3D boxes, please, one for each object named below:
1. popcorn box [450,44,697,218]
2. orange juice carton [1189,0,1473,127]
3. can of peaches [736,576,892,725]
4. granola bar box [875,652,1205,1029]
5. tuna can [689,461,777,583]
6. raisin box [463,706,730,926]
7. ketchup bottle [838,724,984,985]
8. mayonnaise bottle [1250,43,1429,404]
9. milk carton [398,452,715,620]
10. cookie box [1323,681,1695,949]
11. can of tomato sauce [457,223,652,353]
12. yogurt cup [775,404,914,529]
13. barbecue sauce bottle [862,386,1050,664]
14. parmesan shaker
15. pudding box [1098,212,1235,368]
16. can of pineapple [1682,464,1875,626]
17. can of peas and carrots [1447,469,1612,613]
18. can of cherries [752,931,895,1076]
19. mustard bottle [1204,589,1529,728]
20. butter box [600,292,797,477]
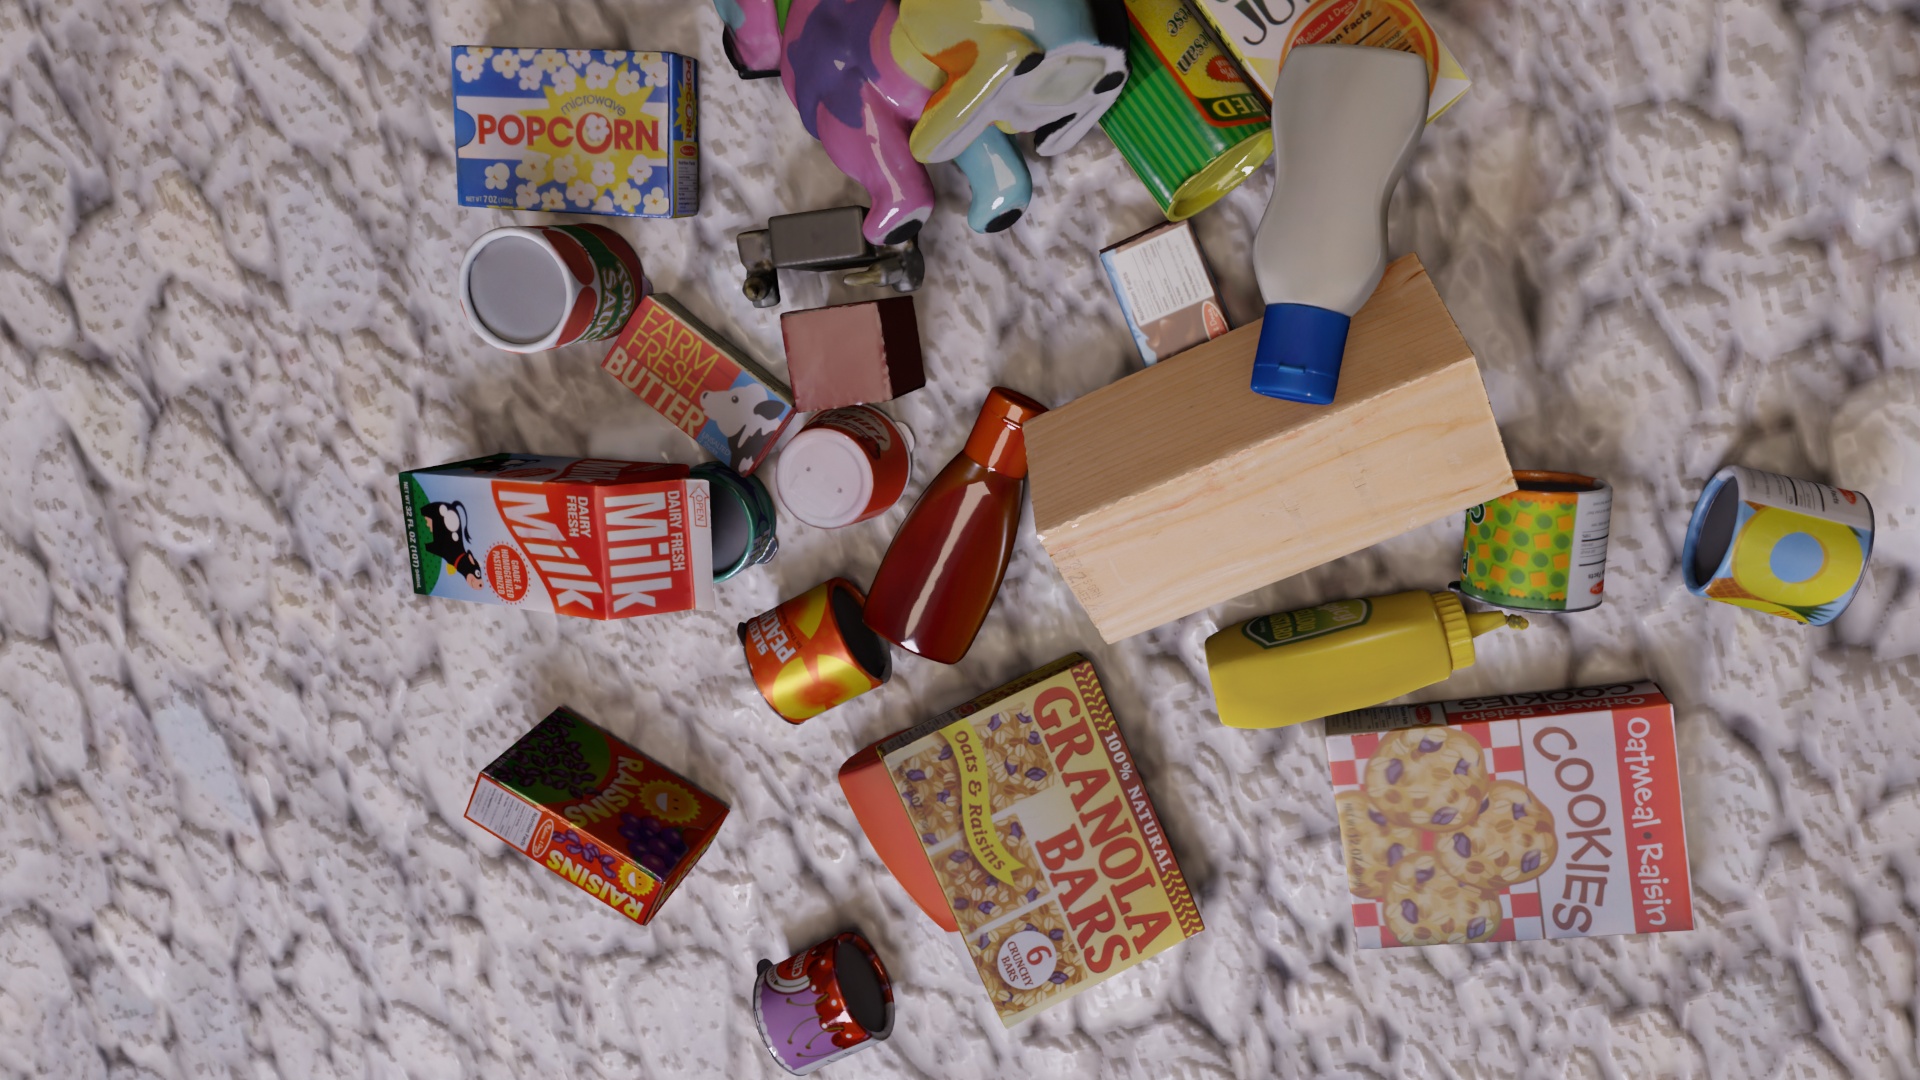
[{"bbox_3d":[-0.206,-0.220,0.749,0.127,0.038,0.085,5,105,11],"label":"popcorn box"},{"bbox_3d":[0.147,-0.261,0.645,0.073,0.072,0.192,-37,93,18],"label":"orange juice carton"},{"bbox_3d":[-0.080,0.059,0.768,0.058,0.071,0.071,-26,96,16],"label":"can of peaches"},{"bbox_3d":[0.044,0.161,0.759,0.124,0.039,0.165,-24,97,-7],"label":"granola bar box"},{"bbox_3d":[-0.139,-0.008,0.785,0.071,0.033,0.071,3,103,12],"label":"tuna can"},{"bbox_3d":[-0.210,0.158,0.810,0.123,0.086,0.040,30,113,4],"label":"raisin box"},{"bbox_3d":[-0.011,0.182,0.795,0.064,0.043,0.148,-26,96,11],"label":"ketchup bottle"},{"bbox_3d":[0.156,-0.134,0.595,0.065,0.041,0.148,12,92,18],"label":"mayonnaise bottle"},{"bbox_3d":[-0.208,-0.004,0.752,0.190,0.074,0.072,6,104,30],"label":"milk carton"},{"bbox_3d":[0.284,0.144,0.725,0.167,0.040,0.122,-8,101,15],"label":"cookie box"},{"bbox_3d":[-0.217,-0.135,0.746,0.071,0.083,0.071,3,103,12],"label":"can of tomato sauce"},{"bbox_3d":[-0.066,-0.038,0.751,0.072,0.054,0.072,3,104,12],"label":"yogurt cup"},{"bbox_3d":[0.003,-0.009,0.748,0.065,0.044,0.148,25,106,0],"label":"barbecue sauce bottle"},{"bbox_3d":[0.095,-0.212,0.658,0.071,0.071,0.103,-37,82,18],"label":"parmesan shaker"},{"bbox_3d":[0.108,-0.119,0.707,0.049,0.030,0.083,-22,97,15],"label":"pudding box"},{"bbox_3d":[0.384,0.004,0.657,0.058,0.071,0.070,15,106,9],"label":"can of pineapple"},{"bbox_3d":[0.278,-0.001,0.679,0.071,0.071,0.058,3,103,12],"label":"can of peas and carrots"},{"bbox_3d":[-0.081,0.270,0.818,0.058,0.072,0.071,-29,95,17],"label":"can of cherries"},{"bbox_3d":[0.207,0.055,0.711,0.160,0.065,0.048,-14,105,9],"label":"mustard bottle"},{"bbox_3d":[-0.143,-0.087,0.772,0.103,0.024,0.053,37,107,2],"label":"butter box"}]
